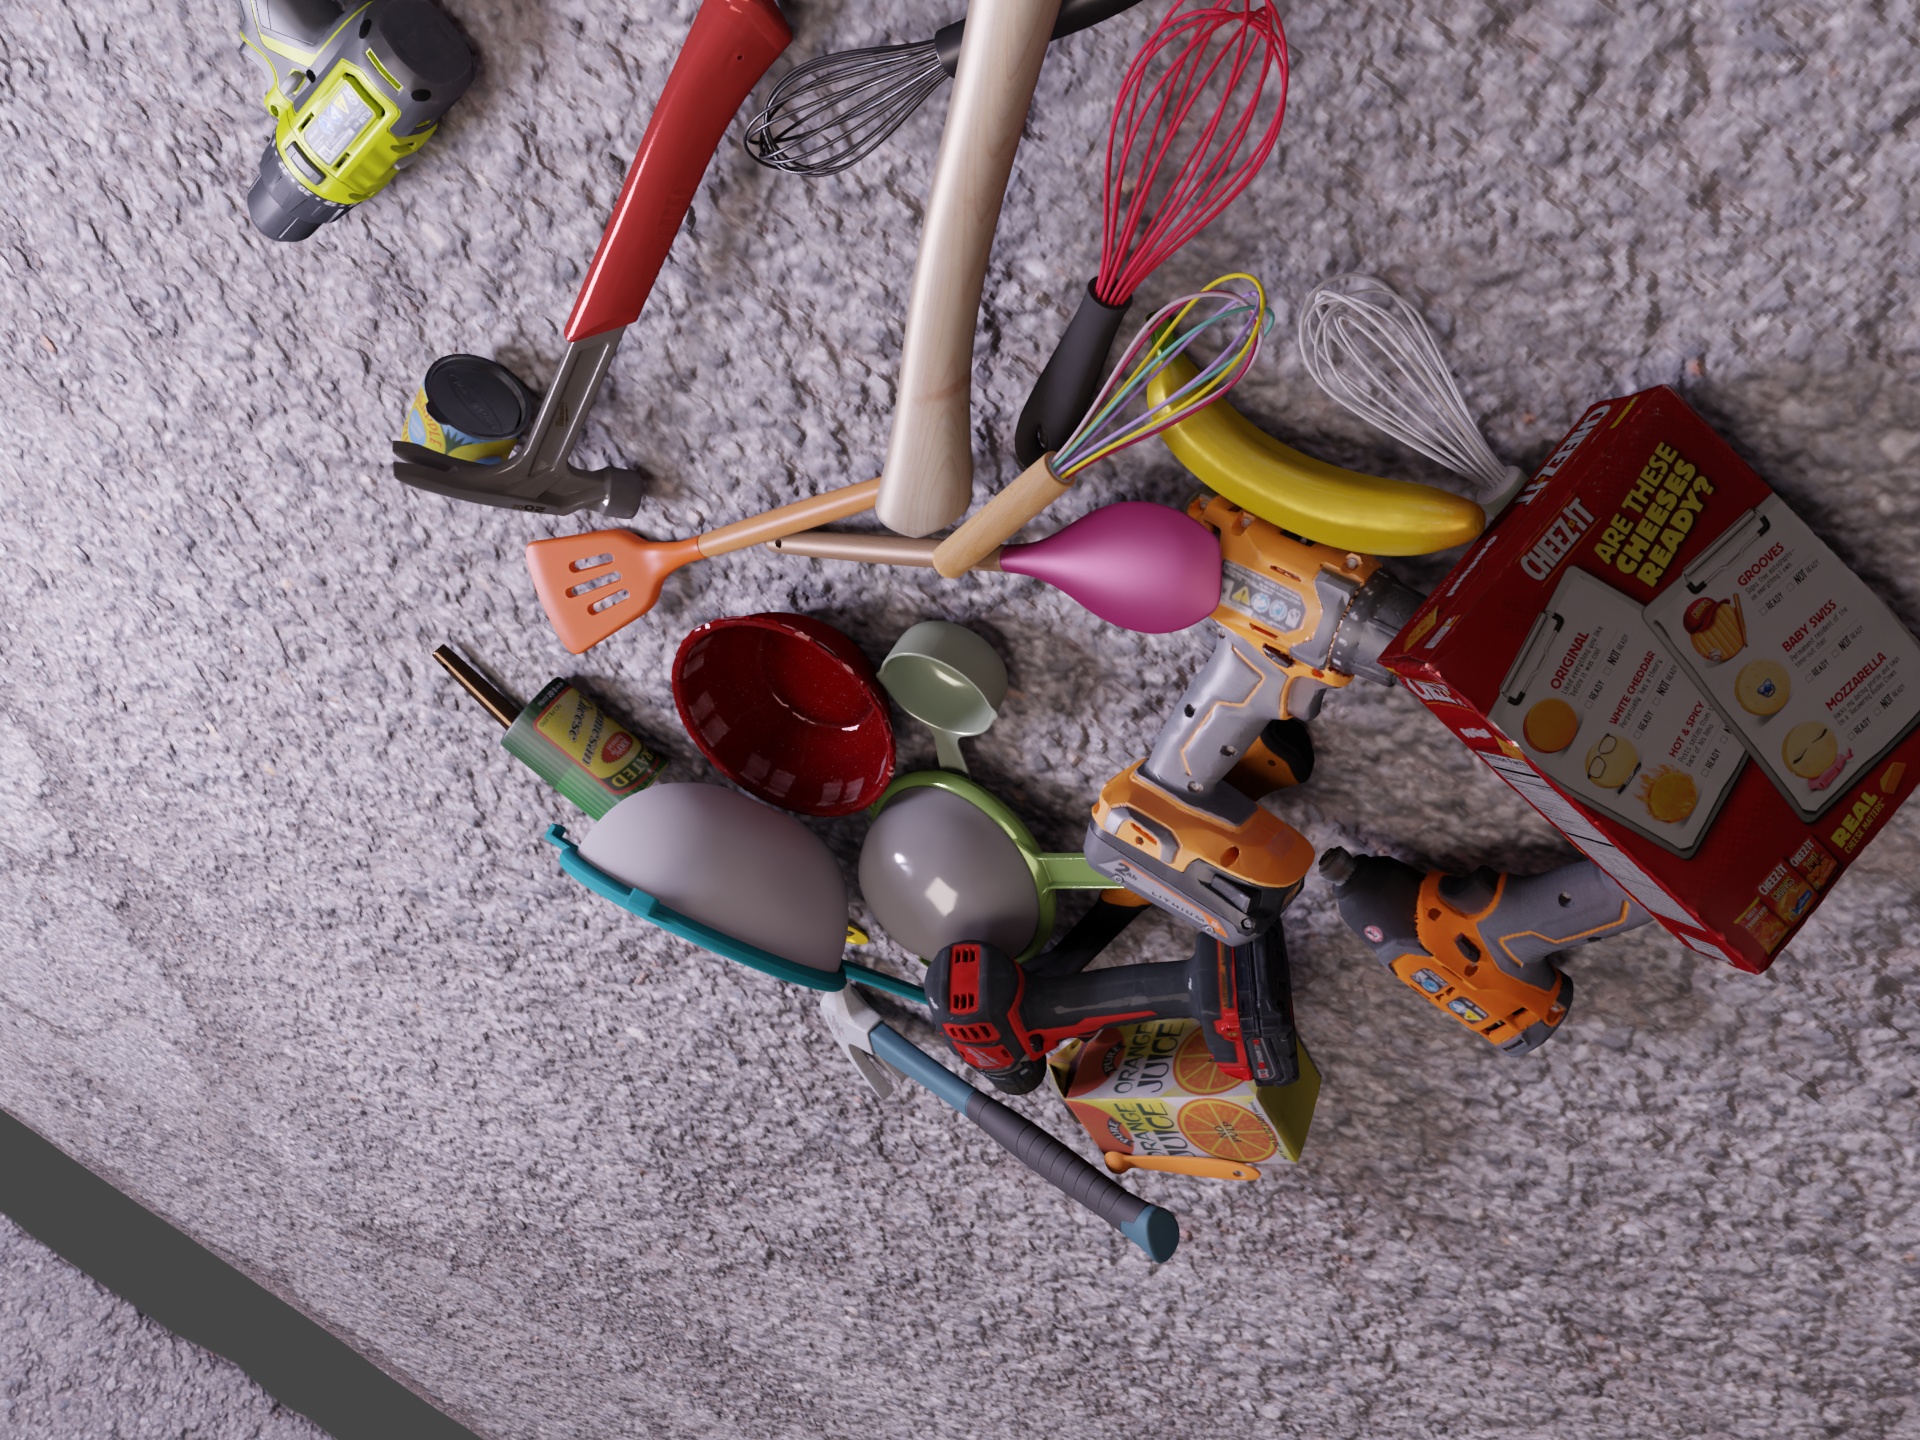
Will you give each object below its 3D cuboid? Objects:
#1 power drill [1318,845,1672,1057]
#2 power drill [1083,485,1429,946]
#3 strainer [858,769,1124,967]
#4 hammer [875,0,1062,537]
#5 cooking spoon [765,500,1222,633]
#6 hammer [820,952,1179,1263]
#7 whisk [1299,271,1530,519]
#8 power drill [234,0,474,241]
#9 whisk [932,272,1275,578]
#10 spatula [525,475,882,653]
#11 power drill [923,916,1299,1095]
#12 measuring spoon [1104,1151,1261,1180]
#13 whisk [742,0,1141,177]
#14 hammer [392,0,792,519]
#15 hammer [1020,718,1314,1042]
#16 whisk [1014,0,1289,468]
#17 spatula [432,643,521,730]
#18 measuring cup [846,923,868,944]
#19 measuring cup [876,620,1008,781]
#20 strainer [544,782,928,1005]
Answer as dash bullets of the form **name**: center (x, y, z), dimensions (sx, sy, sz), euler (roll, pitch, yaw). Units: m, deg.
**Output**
- **power drill**: center (0.313, 0.087, 0.876), dimensions (0.164, 0.084, 0.226), euler (36, 139, -2)
- **power drill**: center (0.173, 0.009, 0.848), dimensions (0.185, 0.084, 0.226), euler (28, 122, 22)
- **strainer**: center (0.022, 0.109, 1.010), dimensions (0.256, 0.069, 0.151), euler (-6, 112, 44)
- **hammer**: center (-0.003, -0.256, 0.732), dimensions (0.146, 0.038, 0.410), euler (17, 134, 2)
- **cooking spoon**: center (0.006, -0.092, 0.891), dimensions (0.319, 0.017, 0.068), euler (9, 107, 38)
- **hammer**: center (0.020, 0.290, 1.170), dimensions (0.331, 0.033, 0.128), euler (28, 145, 33)
- **whisk**: center (0.252, -0.119, 0.760), dimensions (0.246, 0.059, 0.058), euler (41, 172, -14)
- **power drill**: center (-0.396, -0.386, 0.868), dimensions (0.190, 0.080, 0.228), euler (-23, 116, 40)
- **whisk**: center (0.065, -0.141, 0.799), dimensions (0.245, 0.051, 0.047), euler (-36, 79, 42)
- **spatula**: center (-0.146, -0.109, 0.976), dimensions (0.322, 0.041, 0.081), euler (-11, 106, 39)
- **power drill**: center (0.101, 0.196, 1.032), dimensions (0.227, 0.080, 0.187), euler (-6, 148, 12)
- **measuring spoon**: center (0.151, 0.311, 1.098), dimensions (0.117, 0.011, 0.021), euler (-5, 129, 32)
- **whisk**: center (-0.003, -0.308, 0.739), dimensions (0.239, 0.055, 0.055), euler (-12, 120, 30)
- **hammer**: center (-0.192, -0.245, 0.864), dimensions (0.149, 0.037, 0.359), euler (7, 140, -31)
- **hammer**: center (0.112, 0.097, 1.027), dimensions (0.127, 0.034, 0.336), euler (34, 135, -3)
- **whisk**: center (0.078, -0.216, 0.752), dimensions (0.073, 0.073, 0.295), euler (31, 145, 2)
- **spatula**: center (-0.283, 0.056, 1.222), dimensions (0.315, 0.018, 0.060), euler (46, 133, -15)
- **measuring cup**: center (-0.138, 0.128, 1.205), dimensions (0.156, 0.029, 0.062), euler (26, 133, -10)
- **measuring cup**: center (-0.002, -0.003, 1.011), dimensions (0.083, 0.038, 0.167), euler (18, 150, 20)
- **strainer**: center (-0.107, 0.122, 1.111), dimensions (0.340, 0.095, 0.211), euler (26, 176, -32)
